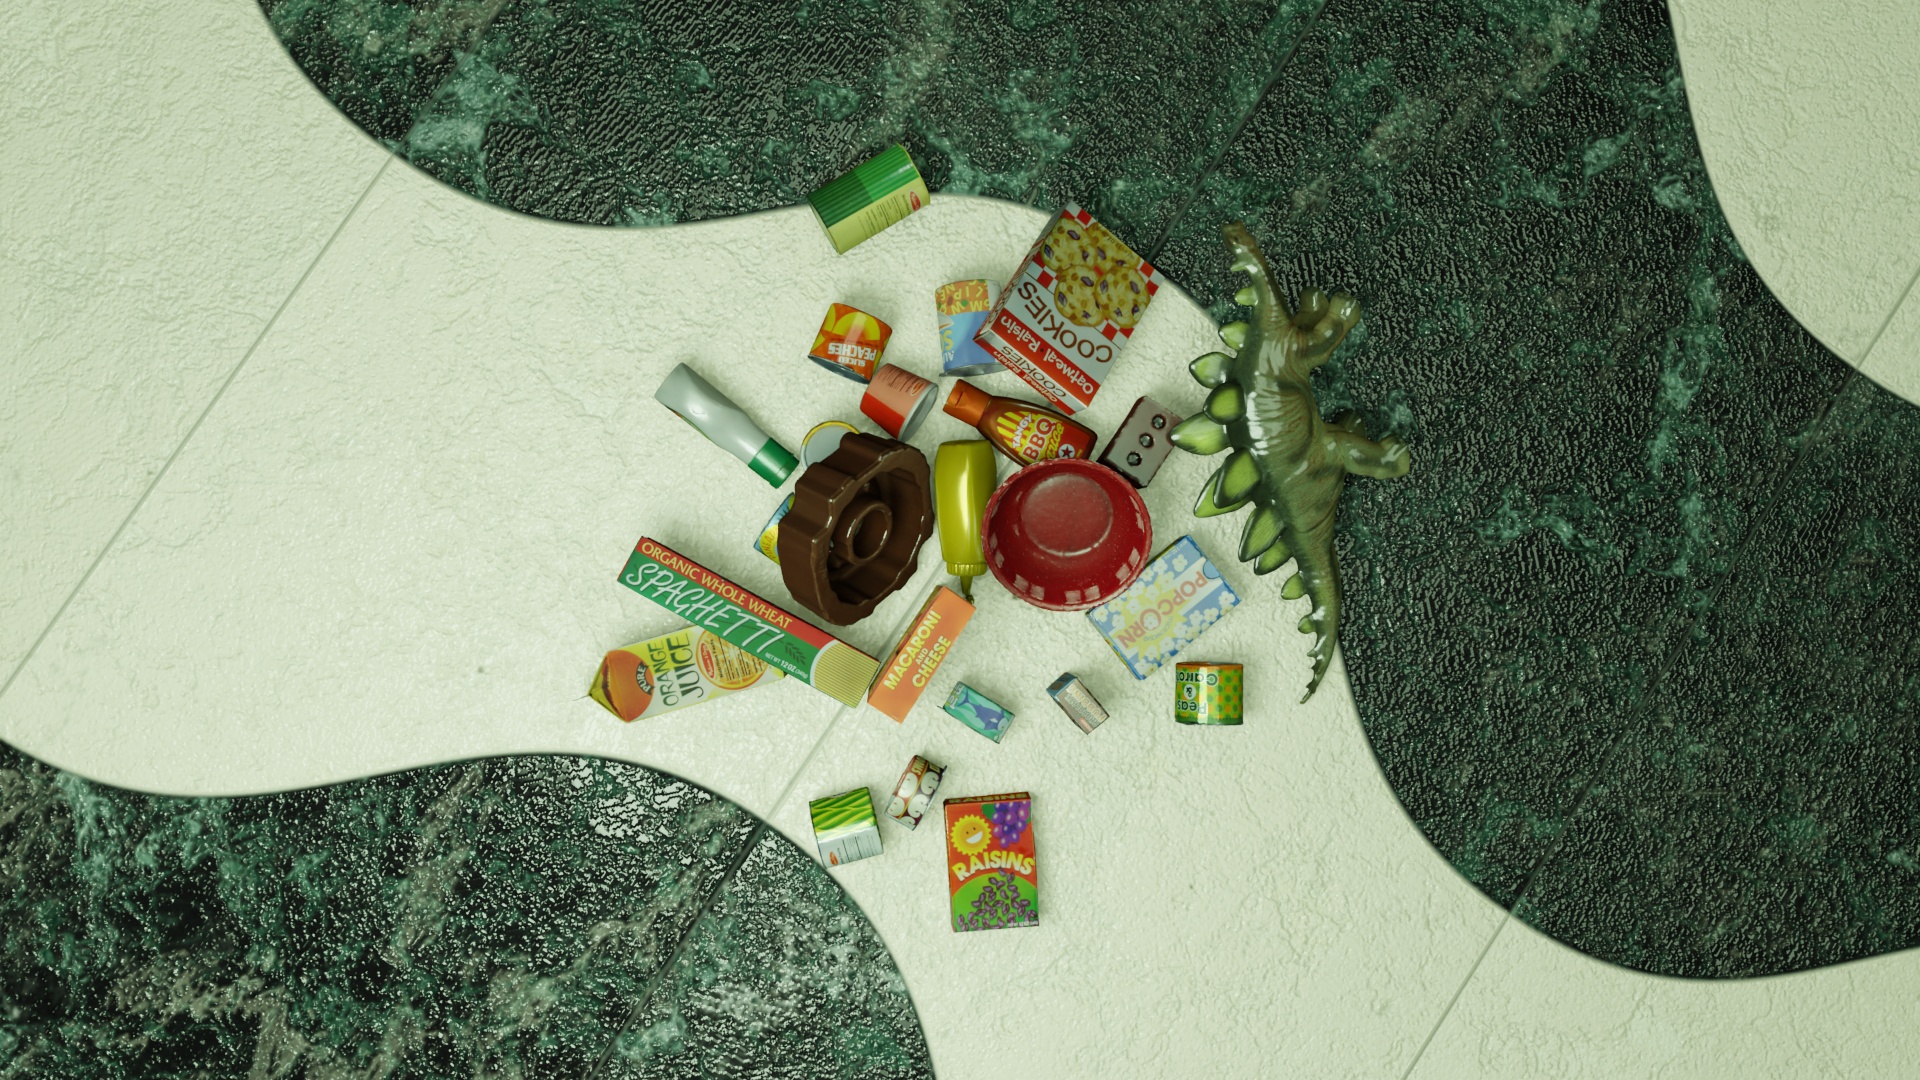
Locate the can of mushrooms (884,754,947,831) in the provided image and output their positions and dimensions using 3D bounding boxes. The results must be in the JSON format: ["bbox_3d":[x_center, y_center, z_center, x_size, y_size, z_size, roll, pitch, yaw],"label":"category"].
[{"bbox_3d":[-0.043,0.238,1.325,0.033,0.071,0.071,29,87,-1],"label":"can of mushrooms"}]

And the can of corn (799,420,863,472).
[{"bbox_3d":[-0.118,-0.082,1.338,0.071,0.058,0.071,0,88,-3],"label":"can of corn"}]

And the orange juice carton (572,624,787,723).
[{"bbox_3d":[-0.267,0.122,1.314,0.193,0.072,0.073,-16,89,-4],"label":"orange juice carton"}]

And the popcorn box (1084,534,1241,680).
[{"bbox_3d":[0.197,0.066,1.360,0.127,0.038,0.085,-38,89,-4],"label":"popcorn box"}]

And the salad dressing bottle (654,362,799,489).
[{"bbox_3d":[-0.223,-0.108,1.334,0.147,0.064,0.044,39,95,-9],"label":"salad dressing bottle"}]

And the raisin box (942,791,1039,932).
[{"bbox_3d":[0.030,0.310,1.341,0.086,0.040,0.123,-4,89,-3],"label":"raisin box"}]

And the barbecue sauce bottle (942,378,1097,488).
[{"bbox_3d":[0.056,-0.109,1.356,0.148,0.044,0.065,27,94,-2],"label":"barbecue sauce bottle"}]

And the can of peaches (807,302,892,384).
[{"bbox_3d":[-0.105,-0.190,1.337,0.071,0.071,0.058,24,86,-2],"label":"can of peaches"}]

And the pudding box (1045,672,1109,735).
[{"bbox_3d":[0.111,0.154,1.329,0.030,0.083,0.049,-40,91,-3],"label":"pudding box"}]

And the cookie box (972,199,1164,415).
[{"bbox_3d":[0.105,-0.222,1.333,0.123,0.040,0.168,37,70,-15],"label":"cookie box"}]

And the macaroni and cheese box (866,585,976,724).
[{"bbox_3d":[-0.038,0.101,1.281,0.040,0.166,0.124,33,87,-1],"label":"macaroni and cheese box"}]

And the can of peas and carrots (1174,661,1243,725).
[{"bbox_3d":[0.239,0.148,1.344,0.071,0.071,0.058,1,87,-3],"label":"can of peas and carrots"}]

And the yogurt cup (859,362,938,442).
[{"bbox_3d":[-0.061,-0.135,1.342,0.054,0.072,0.072,32,87,6],"label":"yogurt cup"}]

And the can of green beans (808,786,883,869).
[{"bbox_3d":[-0.108,0.273,1.321,0.058,0.071,0.071,-14,89,-4],"label":"can of green beans"}]

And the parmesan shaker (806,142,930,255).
[{"bbox_3d":[-0.090,-0.332,1.343,0.103,0.071,0.071,-30,90,-3],"label":"parmesan shaker"}]

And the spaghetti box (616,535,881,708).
[{"bbox_3d":[-0.193,0.074,1.270,0.250,0.028,0.050,28,86,-3],"label":"spaghetti box"}]

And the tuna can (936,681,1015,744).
[{"bbox_3d":[0.015,0.163,1.332,0.071,0.071,0.033,31,86,-2],"label":"tuna can"}]

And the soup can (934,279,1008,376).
[{"bbox_3d":[0.009,-0.205,1.347,0.071,0.071,0.083,-7,88,-3],"label":"soup can"}]

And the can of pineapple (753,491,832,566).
[{"bbox_3d":[-0.157,-0.003,1.327,0.058,0.071,0.071,35,87,-2],"label":"can of pineapple"}]

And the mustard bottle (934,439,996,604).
[{"bbox_3d":[0.005,-0.017,1.340,0.049,0.065,0.160,4,98,29],"label":"mustard bottle"}]
